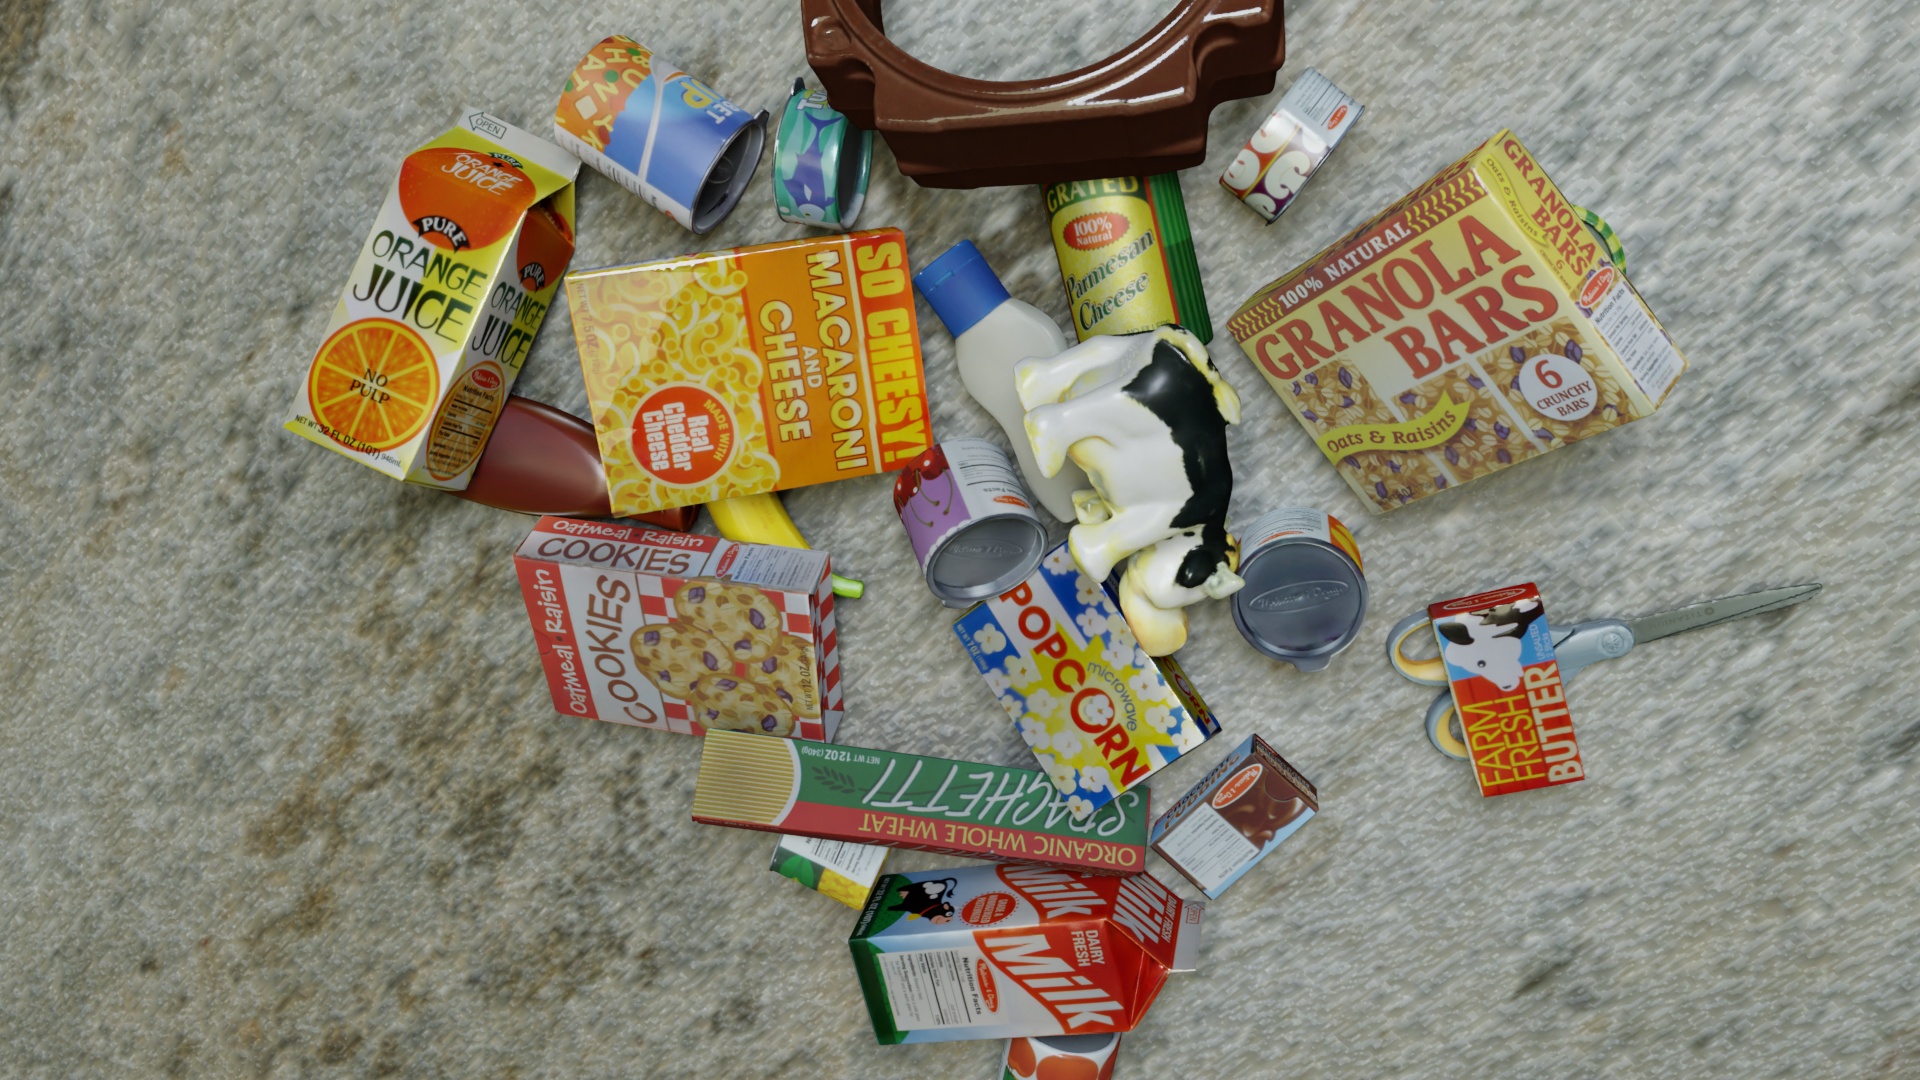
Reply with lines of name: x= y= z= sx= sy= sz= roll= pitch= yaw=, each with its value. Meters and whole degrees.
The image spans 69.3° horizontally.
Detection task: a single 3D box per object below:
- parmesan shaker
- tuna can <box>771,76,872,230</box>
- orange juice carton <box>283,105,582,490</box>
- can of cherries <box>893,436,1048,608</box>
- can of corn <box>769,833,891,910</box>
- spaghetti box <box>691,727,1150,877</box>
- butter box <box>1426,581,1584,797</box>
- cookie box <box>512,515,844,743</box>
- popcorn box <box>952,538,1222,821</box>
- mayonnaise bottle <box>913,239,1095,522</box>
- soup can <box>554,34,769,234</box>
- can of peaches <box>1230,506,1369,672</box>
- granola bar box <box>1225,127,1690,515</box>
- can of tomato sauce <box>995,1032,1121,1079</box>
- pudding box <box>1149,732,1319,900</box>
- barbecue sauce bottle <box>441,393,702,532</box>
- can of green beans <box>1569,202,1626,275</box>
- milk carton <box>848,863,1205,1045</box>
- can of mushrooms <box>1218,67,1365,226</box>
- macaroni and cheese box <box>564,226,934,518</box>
parmesan shaker: x=0.082 y=-0.139 z=0.667 sx=0.071 sy=0.071 sz=0.103 roll=-12 pitch=104 yaw=16
tuna can: x=-0.067 y=-0.190 z=0.686 sx=0.033 sy=0.071 sz=0.070 roll=10 pitch=109 yaw=8
orange juice carton: x=-0.267 y=-0.128 z=0.730 sx=0.072 sy=0.073 sz=0.192 roll=24 pitch=89 yaw=5
can of cherries: x=0.003 y=-0.009 z=0.716 sx=0.071 sy=0.058 sz=0.071 roll=-16 pitch=142 yaw=-12
can of corn: x=-0.069 y=0.172 z=0.802 sx=0.058 sy=0.071 sz=0.071 roll=24 pitch=111 yaw=4
spaghetti box: x=-0.019 y=0.144 z=0.762 sx=0.250 sy=0.028 sz=0.050 roll=8 pitch=71 yaw=-3
butter box: x=0.274 y=0.075 z=0.696 sx=0.053 sy=0.024 sz=0.103 roll=-16 pitch=104 yaw=18
cookie box: x=-0.154 y=0.054 z=0.775 sx=0.167 sy=0.040 sz=0.122 roll=7 pitch=129 yaw=10
popcorn box: x=0.066 y=0.072 z=0.735 sx=0.085 sy=0.038 sz=0.127 roll=-37 pitch=79 yaw=19
mayonnaise bottle: x=0.034 y=-0.084 z=0.711 sx=0.064 sy=0.041 sz=0.148 roll=-35 pitch=96 yaw=19
soup can: x=-0.149 y=-0.207 z=0.701 sx=0.084 sy=0.071 sz=0.071 roll=33 pitch=111 yaw=1
can of peaches: x=0.171 y=0.023 z=0.703 sx=0.071 sy=0.058 sz=0.071 roll=4 pitch=108 yaw=11
granola bar box: x=0.212 y=-0.088 z=0.617 sx=0.124 sy=0.039 sz=0.165 roll=50 pitch=152 yaw=-5
can of tomato sauce: x=0.057 y=0.315 z=0.815 sx=0.071 sy=0.071 sz=0.082 roll=13 pitch=109 yaw=9
pudding box: x=0.150 y=0.152 z=0.763 sx=0.049 sy=0.030 sz=0.083 roll=42 pitch=111 yaw=-1
barbecue sauce bottle: x=-0.219 y=-0.040 z=0.780 sx=0.148 sy=0.044 sz=0.064 roll=15 pitch=104 yaw=7
can of green beans: x=0.264 y=-0.124 z=0.636 sx=0.071 sy=0.058 sz=0.071 roll=4 pitch=108 yaw=12
milk carton: x=0.042 y=0.231 z=0.790 sx=0.190 sy=0.072 sz=0.073 roll=-9 pitch=105 yaw=16
can of mushrooms: x=0.151 y=-0.180 z=0.641 sx=0.033 sy=0.071 sz=0.070 roll=38 pitch=111 yaw=-1
macaroni and cheese box: x=-0.105 y=-0.088 z=0.709 sx=0.167 sy=0.040 sz=0.123 roll=-10 pitch=107 yaw=-8
